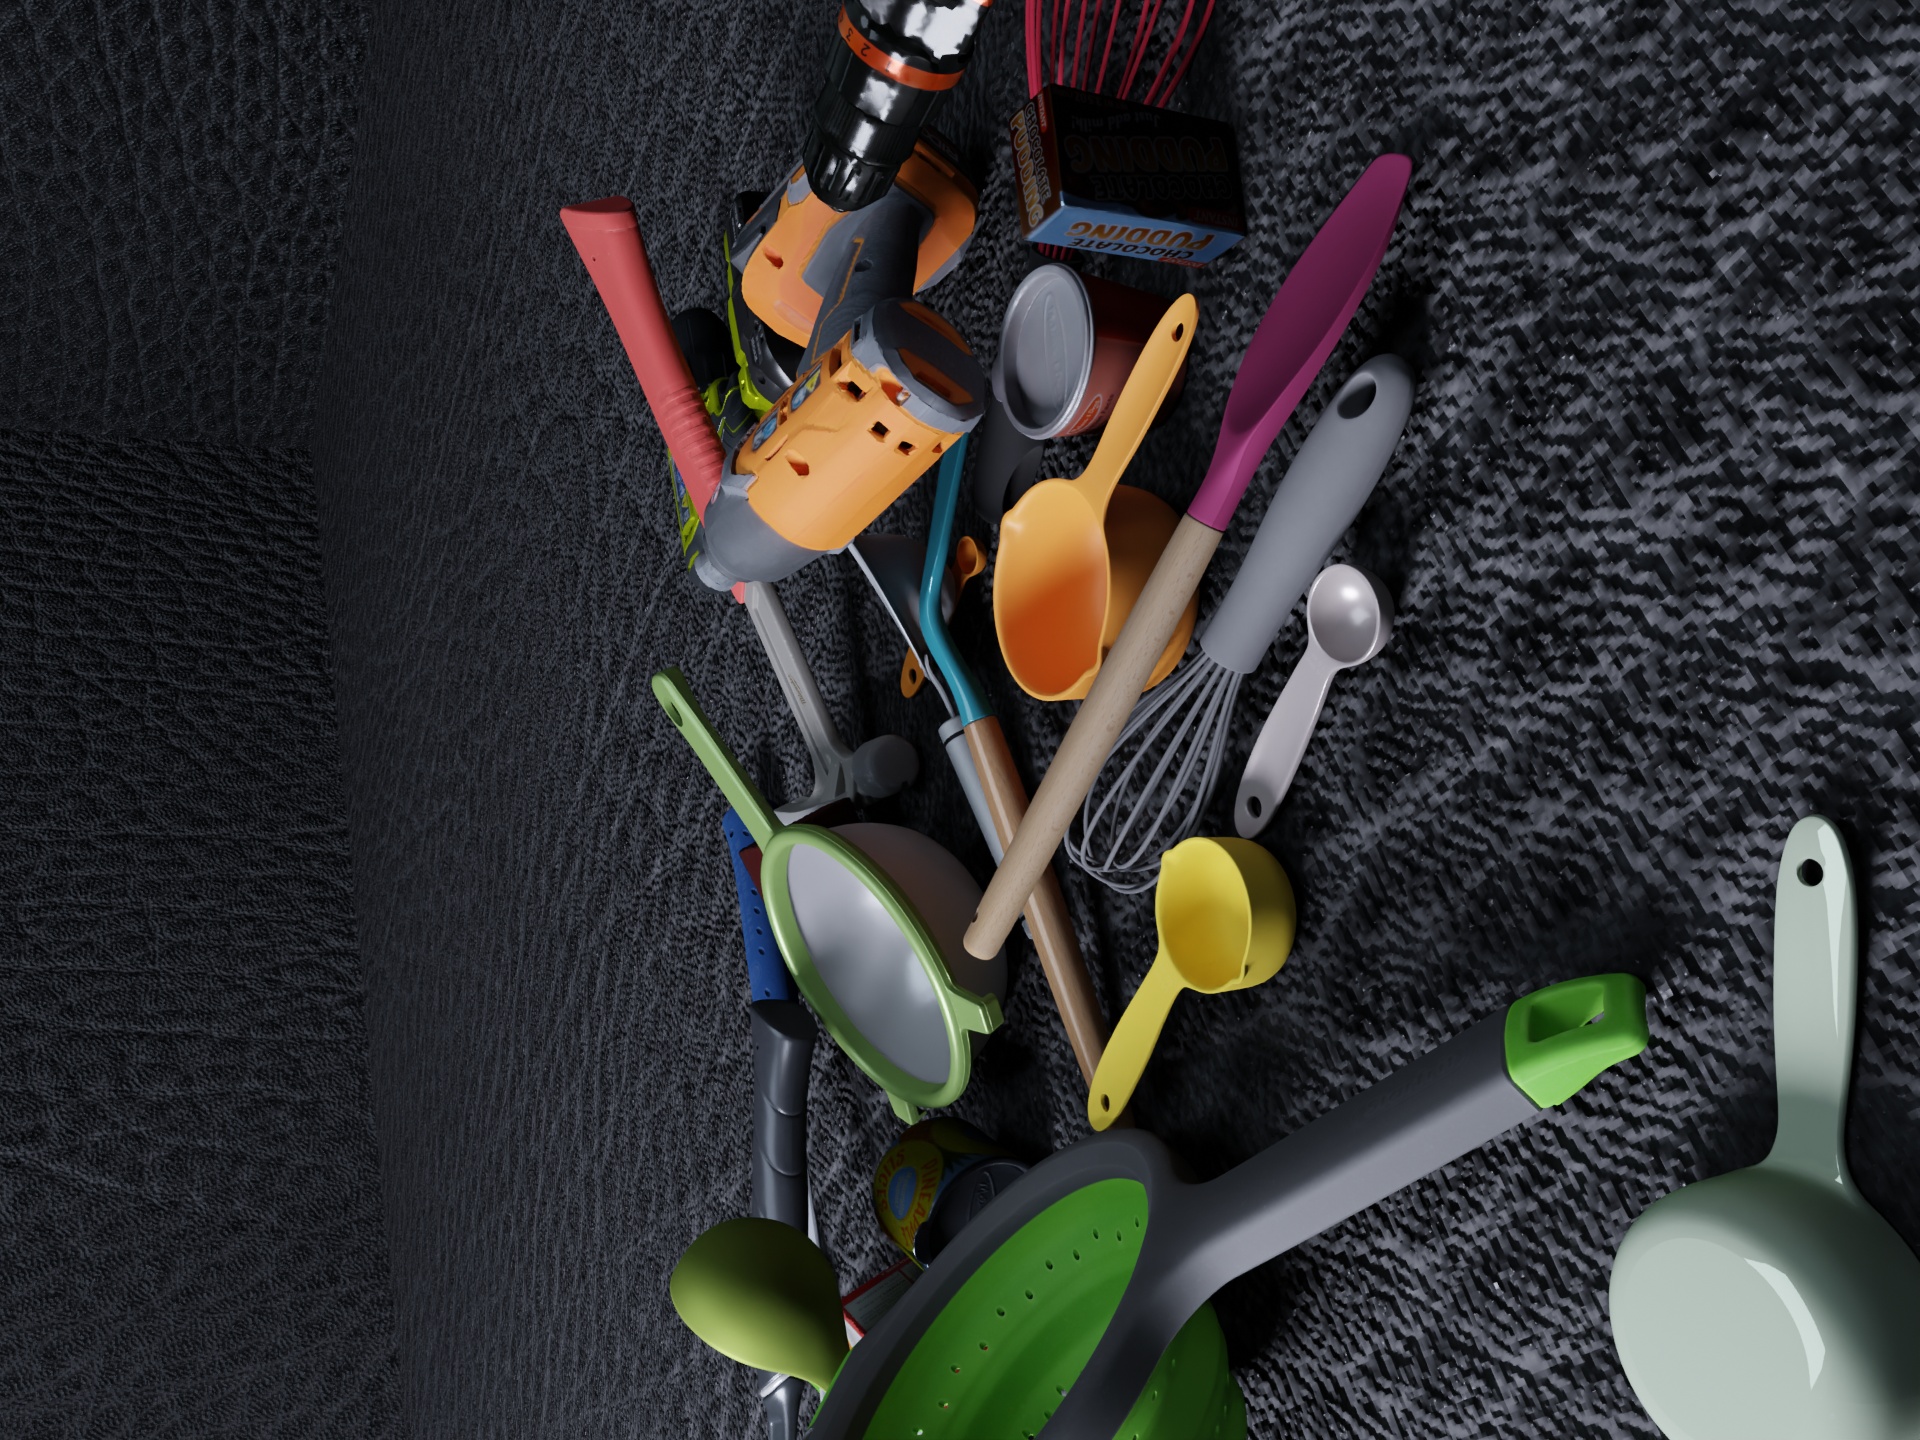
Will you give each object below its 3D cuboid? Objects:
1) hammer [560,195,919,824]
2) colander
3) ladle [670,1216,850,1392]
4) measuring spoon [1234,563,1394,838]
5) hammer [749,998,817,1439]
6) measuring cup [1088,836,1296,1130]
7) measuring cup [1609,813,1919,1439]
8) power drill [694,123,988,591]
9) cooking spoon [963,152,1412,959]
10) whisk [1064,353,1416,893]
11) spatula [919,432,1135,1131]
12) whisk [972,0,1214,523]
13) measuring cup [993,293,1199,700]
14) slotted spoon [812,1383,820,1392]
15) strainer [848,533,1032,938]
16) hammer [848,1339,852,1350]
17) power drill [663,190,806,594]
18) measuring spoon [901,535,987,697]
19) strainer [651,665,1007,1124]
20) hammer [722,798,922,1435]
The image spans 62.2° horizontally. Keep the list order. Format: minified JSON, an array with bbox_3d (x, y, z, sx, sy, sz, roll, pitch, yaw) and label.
[{"bbox_3d":[-0.134,-0.113,0.876,0.149,0.036,0.359,-19,96,58],"label":"hammer"},{"bbox_3d":[0.087,0.213,0.543,0.094,0.204,0.397,44,123,-6],"label":"colander"},{"bbox_3d":[-0.034,0.365,0.702,0.320,0.062,0.078,64,-166,-1],"label":"ladle"},{"bbox_3d":[0.123,-0.003,0.559,0.034,0.018,0.124,57,145,37],"label":"measuring spoon"},{"bbox_3d":[-0.088,0.344,0.779,0.149,0.036,0.409,-14,75,59],"label":"hammer"},{"bbox_3d":[0.086,0.108,0.614,0.062,0.029,0.156,61,143,41],"label":"measuring cup"},{"bbox_3d":[0.198,0.107,0.391,0.083,0.038,0.167,9,100,61],"label":"measuring cup"},{"bbox_3d":[-0.061,-0.167,0.727,0.164,0.084,0.227,-38,36,35],"label":"power drill"},{"bbox_3d":[0.075,-0.047,0.563,0.319,0.017,0.069,-63,14,17],"label":"cooking spoon"},{"bbox_3d":[0.097,-0.027,0.576,0.238,0.055,0.055,-64,38,33],"label":"whisk"},{"bbox_3d":[0.027,0.021,0.689,0.082,0.044,0.318,128,125,-73],"label":"spatula"},{"bbox_3d":[0.045,-0.211,0.654,0.073,0.073,0.295,57,143,45],"label":"whisk"},{"bbox_3d":[0.070,-0.083,0.613,0.095,0.052,0.173,62,139,41],"label":"measuring cup"},{"bbox_3d":[-0.047,0.417,0.862,0.314,0.031,0.070,52,134,46],"label":"slotted spoon"},{"bbox_3d":[-0.001,-0.002,0.743,0.086,0.050,0.259,61,-175,-71],"label":"strainer"},{"bbox_3d":[0.018,0.370,0.733,0.337,0.034,0.127,6,95,61],"label":"hammer"},{"bbox_3d":[-0.123,-0.205,0.942,0.228,0.080,0.191,-43,55,57],"label":"power drill"},{"bbox_3d":[-0.009,-0.050,0.804,0.021,0.011,0.116,64,146,29],"label":"measuring spoon"},{"bbox_3d":[-0.057,0.064,0.775,0.256,0.069,0.151,52,149,16],"label":"strainer"},{"bbox_3d":[-0.091,0.222,0.889,0.144,0.035,0.406,-52,41,45],"label":"hammer"}]
